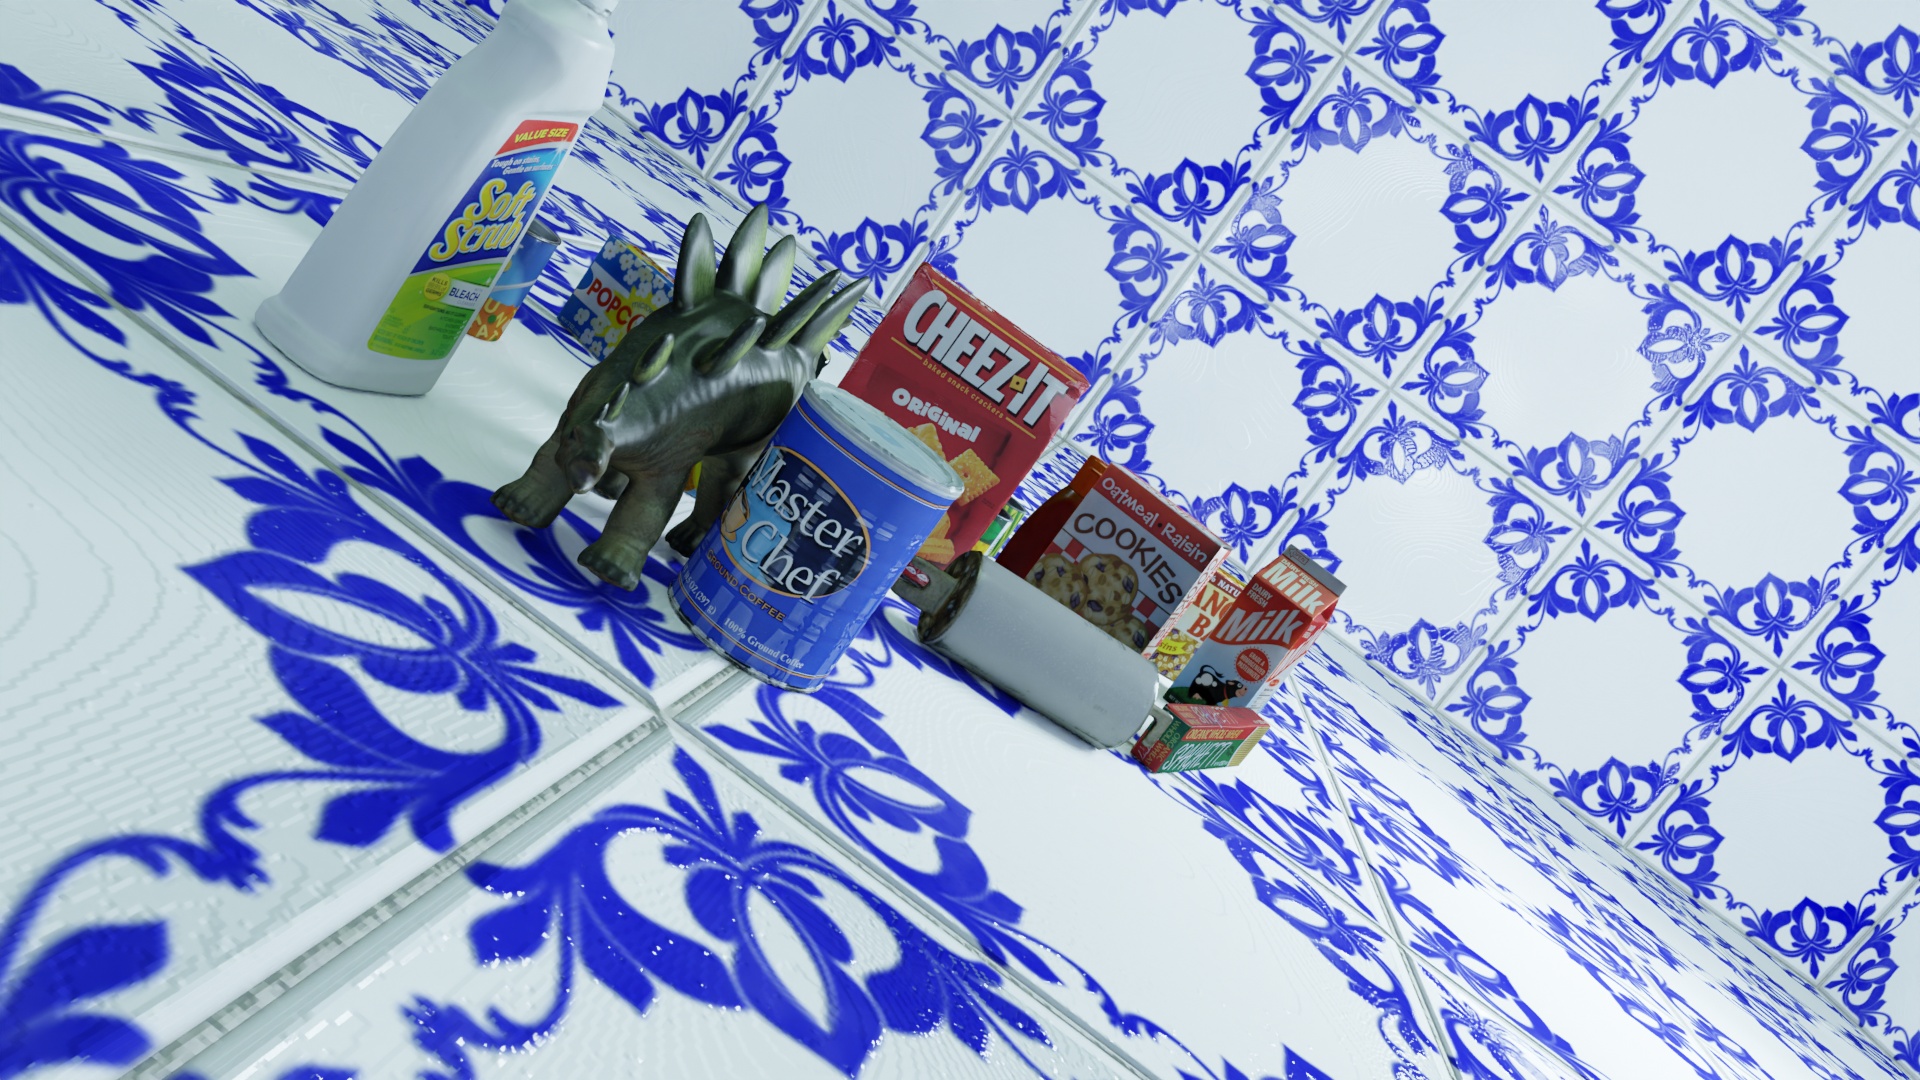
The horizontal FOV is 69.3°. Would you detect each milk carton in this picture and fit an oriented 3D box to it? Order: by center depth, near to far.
[{"bbox_3d":[0.287,0.099,1.337,0.072,0.190,0.073,40,11,24],"label":"milk carton"}]

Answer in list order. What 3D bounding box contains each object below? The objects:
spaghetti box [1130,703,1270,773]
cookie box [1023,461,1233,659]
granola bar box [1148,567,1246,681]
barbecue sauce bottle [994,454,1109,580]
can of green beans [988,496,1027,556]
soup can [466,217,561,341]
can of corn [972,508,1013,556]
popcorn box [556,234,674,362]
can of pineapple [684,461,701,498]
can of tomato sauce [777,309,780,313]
[{"bbox_3d":[0.207,0.166,1.172,0.029,0.050,0.250,41,11,25],"label":"spaghetti box"},{"bbox_3d":[0.132,0.035,1.188,0.123,0.167,0.040,40,11,21],"label":"cookie box"},{"bbox_3d":[0.233,0.080,1.432,0.165,0.124,0.039,31,11,-25],"label":"granola bar box"},{"bbox_3d":[0.097,-0.014,1.348,0.065,0.148,0.044,39,10,15],"label":"barbecue sauce bottle"},{"bbox_3d":[0.024,-0.025,1.415,0.071,0.057,0.071,35,10,-7],"label":"can of green beans"},{"bbox_3d":[-0.326,-0.189,0.951,0.071,0.083,0.071,35,10,-7],"label":"soup can"},{"bbox_3d":[0.005,-0.016,1.313,0.071,0.058,0.071,35,10,-7],"label":"can of corn"},{"bbox_3d":[-0.255,-0.174,1.109,0.127,0.085,0.038,41,11,28],"label":"popcorn box"},{"bbox_3d":[-0.170,-0.062,0.961,0.071,0.057,0.071,35,10,-7],"label":"can of pineapple"},{"bbox_3d":[-0.218,-0.200,1.345,0.071,0.083,0.071,35,10,-7],"label":"can of tomato sauce"}]
